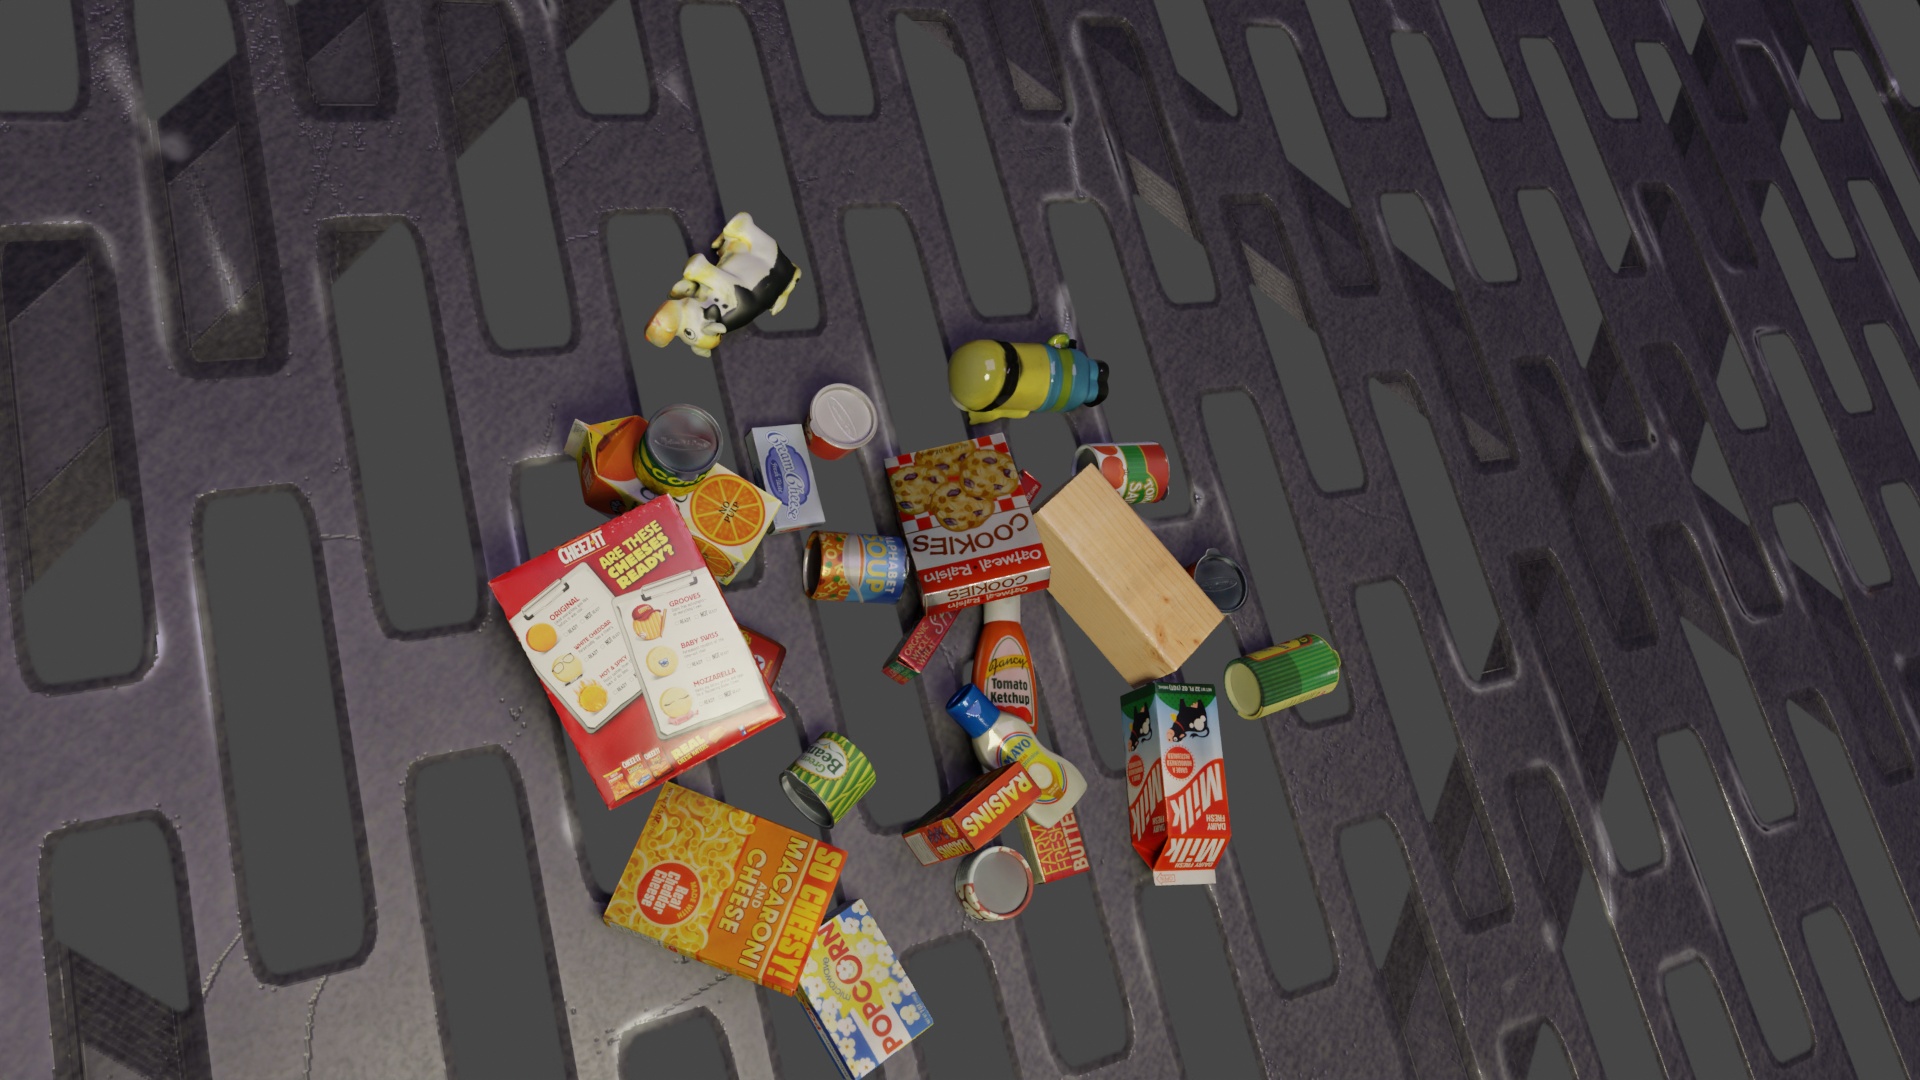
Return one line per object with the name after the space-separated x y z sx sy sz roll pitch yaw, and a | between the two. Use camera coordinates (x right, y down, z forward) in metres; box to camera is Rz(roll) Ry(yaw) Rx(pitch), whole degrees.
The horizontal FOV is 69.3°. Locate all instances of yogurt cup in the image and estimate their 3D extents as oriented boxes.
-0.121 -0.112 1.354 0.072 0.053 0.072 8 69 -21 | yogurt cup

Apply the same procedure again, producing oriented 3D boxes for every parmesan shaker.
0.336 0.141 1.454 0.103 0.071 0.071 -14 78 -27 | parmesan shaker

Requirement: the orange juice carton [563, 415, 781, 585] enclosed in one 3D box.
-0.268 -0.045 1.254 0.192 0.071 0.073 31 61 -11 | orange juice carton

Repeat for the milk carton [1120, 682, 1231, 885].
0.211 0.239 1.361 0.072 0.073 0.191 5 70 -23 | milk carton

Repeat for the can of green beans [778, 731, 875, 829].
-0.117 0.211 1.229 0.071 0.071 0.058 47 60 -2 | can of green beans

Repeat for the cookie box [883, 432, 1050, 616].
0.005 -0.017 1.333 0.123 0.040 0.168 -13 56 -8 | cookie box

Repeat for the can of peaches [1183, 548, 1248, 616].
0.259 0.050 1.461 0.071 0.058 0.071 8 68 -21 | can of peaches

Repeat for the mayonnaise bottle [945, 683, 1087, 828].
0.048 0.195 1.281 0.065 0.041 0.148 -46 102 -12 | mayonnaise bottle

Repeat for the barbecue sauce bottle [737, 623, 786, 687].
-0.233 0.092 1.235 0.148 0.043 0.065 28 65 -12 | barbecue sauce bottle

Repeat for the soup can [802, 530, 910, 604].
-0.098 0.025 1.303 0.084 0.071 0.071 4 70 -22 | soup can

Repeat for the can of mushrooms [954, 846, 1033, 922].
0.033 0.317 1.277 0.071 0.033 0.071 9 68 -21 | can of mushrooms

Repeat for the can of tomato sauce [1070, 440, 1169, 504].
0.168 -0.069 1.459 0.083 0.071 0.071 -4 73 -24 | can of tomato sauce

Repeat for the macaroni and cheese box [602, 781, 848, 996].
-0.193 0.290 1.159 0.166 0.040 0.124 21 64 2 | macaroni and cheese box

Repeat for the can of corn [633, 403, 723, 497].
-0.244 -0.074 1.199 0.071 0.058 0.071 9 68 -22 | can of corn

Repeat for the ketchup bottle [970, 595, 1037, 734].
0.041 0.118 1.347 0.065 0.043 0.149 6 69 -17 | ketchup bottle

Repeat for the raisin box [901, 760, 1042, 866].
0.009 0.246 1.241 0.086 0.123 0.040 -34 87 -30 | raisin box

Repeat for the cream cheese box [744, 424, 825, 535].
-0.168 -0.059 1.331 0.053 0.024 0.104 -9 75 -28 | cream cheese box

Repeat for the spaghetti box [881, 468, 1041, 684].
0.003 0.034 1.358 0.028 0.050 0.251 37 61 -6 | spaghetti box

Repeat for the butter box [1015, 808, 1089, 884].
0.082 0.270 1.321 0.053 0.024 0.103 -10 76 -26 | butter box

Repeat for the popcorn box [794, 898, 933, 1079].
-0.092 0.385 1.193 0.085 0.038 0.127 -29 85 -28 | popcorn box
